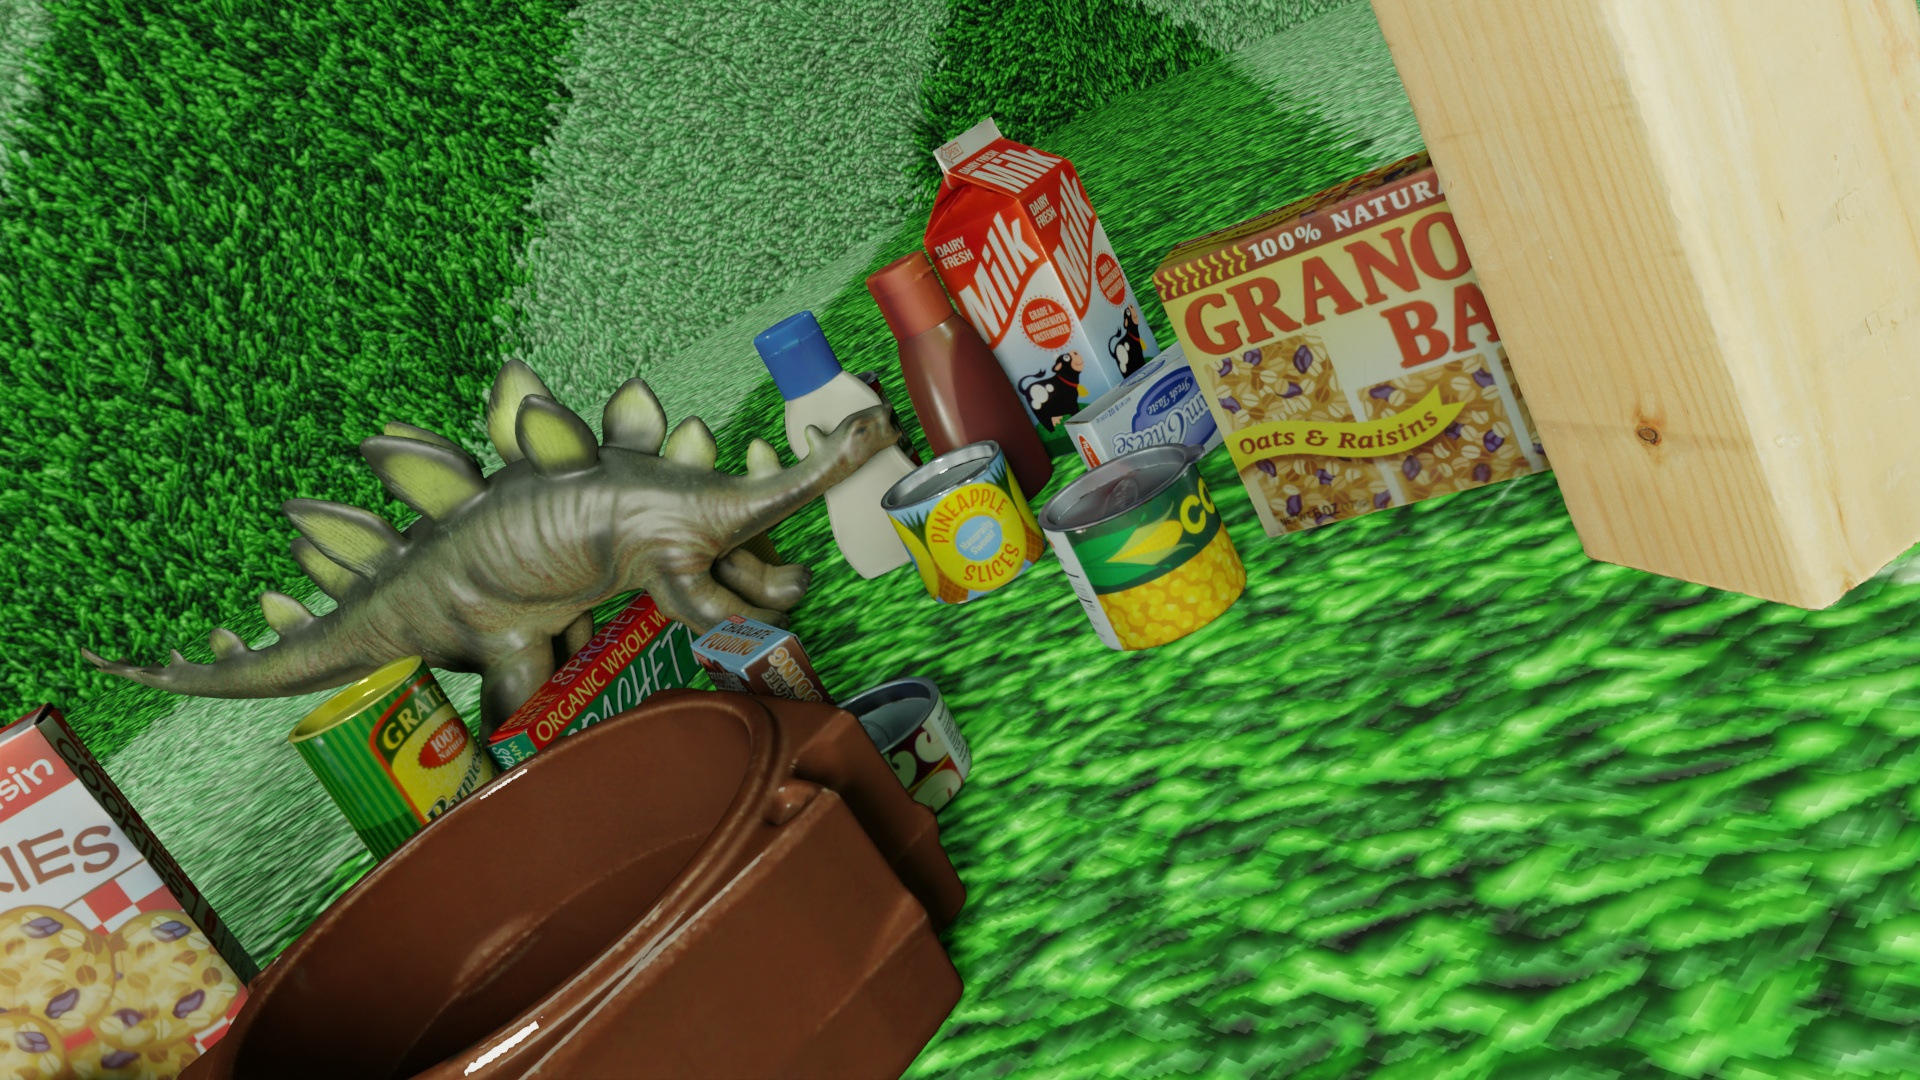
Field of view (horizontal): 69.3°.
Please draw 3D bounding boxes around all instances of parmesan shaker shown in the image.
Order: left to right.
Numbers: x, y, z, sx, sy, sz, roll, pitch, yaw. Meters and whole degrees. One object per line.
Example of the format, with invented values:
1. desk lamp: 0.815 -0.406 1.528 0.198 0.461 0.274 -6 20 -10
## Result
1. parmesan shaker: -0.253 0.113 0.651 0.071 0.103 0.071 -25 17 8

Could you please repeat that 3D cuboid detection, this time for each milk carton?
1. milk carton: 0.045 -0.149 0.807 0.073 0.190 0.073 -15 21 38

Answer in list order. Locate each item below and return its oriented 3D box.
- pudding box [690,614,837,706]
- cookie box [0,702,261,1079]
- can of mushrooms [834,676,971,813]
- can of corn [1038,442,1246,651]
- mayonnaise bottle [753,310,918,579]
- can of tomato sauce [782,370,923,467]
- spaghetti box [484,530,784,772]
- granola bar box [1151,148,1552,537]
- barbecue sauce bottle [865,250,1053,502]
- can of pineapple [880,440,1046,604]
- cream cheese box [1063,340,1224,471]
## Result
1. pudding box: -0.089 0.064 0.636 0.030 0.049 0.083 -34 18 -21
2. cookie box: -0.395 0.173 0.586 0.123 0.167 0.040 -33 18 -18
3. can of mushrooms: -0.033 0.084 0.521 0.071 0.033 0.071 -25 17 8
4. can of corn: 0.075 0.002 0.552 0.071 0.058 0.071 -25 17 8
5. mayonnaise bottle: -0.063 -0.055 0.771 0.065 0.147 0.041 -28 17 0
6. can of tomato sauce: -0.063 -0.058 0.890 0.071 0.083 0.071 -25 17 8
7. spaghetti box: -0.169 0.058 0.772 0.028 0.050 0.251 -19 19 28
8. granola bar box: 0.173 -0.079 0.525 0.165 0.124 0.039 -16 21 34
9. barbecue sauce bottle: -0.002 -0.086 0.769 0.043 0.148 0.065 -13 23 42
10. can of pineapple: 0.002 -0.009 0.692 0.071 0.057 0.071 -25 17 8
11. cream cheese box: 0.103 -0.062 0.700 0.104 0.053 0.024 -37 19 -27
